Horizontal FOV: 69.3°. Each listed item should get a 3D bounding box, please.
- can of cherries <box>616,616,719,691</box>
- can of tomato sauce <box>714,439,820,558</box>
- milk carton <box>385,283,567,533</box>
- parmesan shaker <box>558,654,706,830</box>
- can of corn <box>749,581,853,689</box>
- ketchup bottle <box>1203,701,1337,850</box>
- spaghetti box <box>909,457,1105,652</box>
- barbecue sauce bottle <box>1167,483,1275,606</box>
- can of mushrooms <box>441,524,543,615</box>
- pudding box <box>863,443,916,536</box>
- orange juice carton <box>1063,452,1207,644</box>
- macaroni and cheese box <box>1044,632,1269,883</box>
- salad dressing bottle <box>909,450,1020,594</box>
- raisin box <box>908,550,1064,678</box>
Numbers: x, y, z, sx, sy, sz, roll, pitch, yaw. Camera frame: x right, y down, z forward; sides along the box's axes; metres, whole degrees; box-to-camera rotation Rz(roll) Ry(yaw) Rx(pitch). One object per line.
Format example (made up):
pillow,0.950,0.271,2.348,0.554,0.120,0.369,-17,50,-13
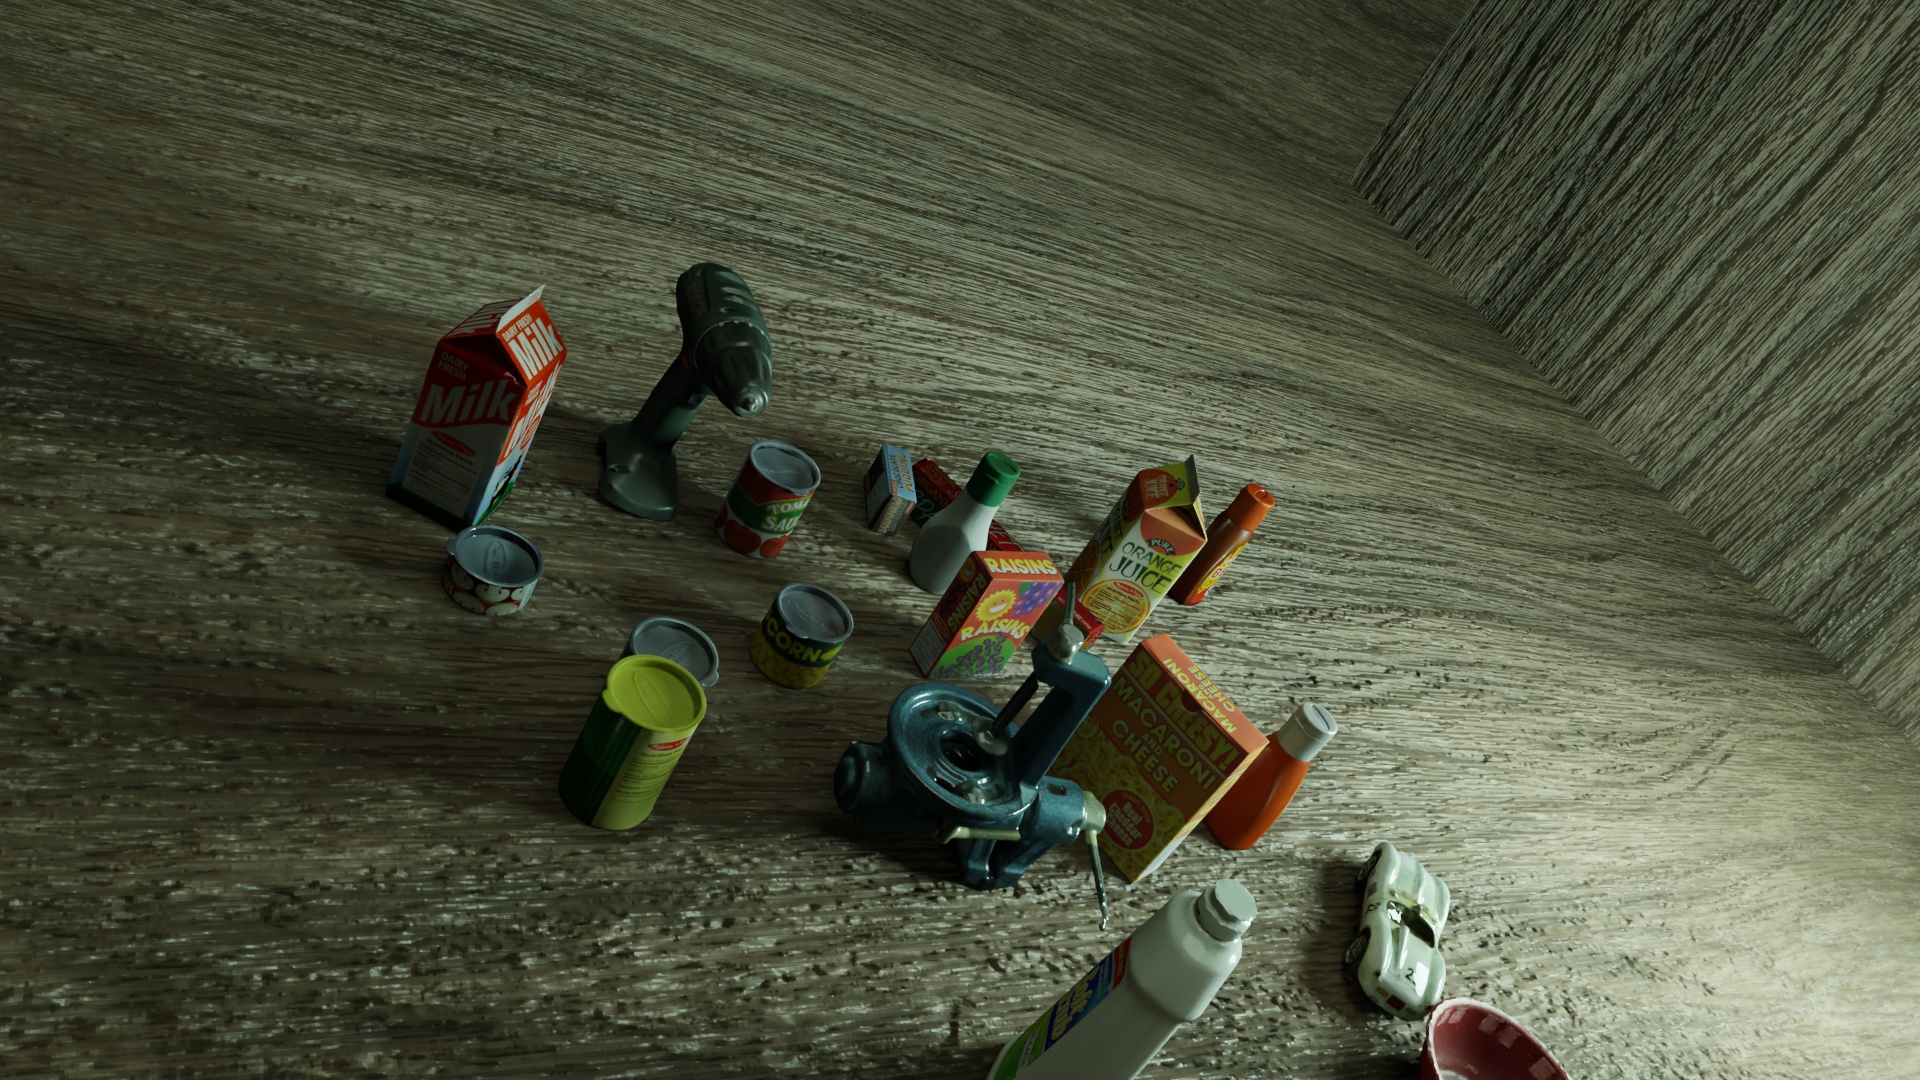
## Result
can of cherries,-0.215,0.100,1.006,0.071,0.058,0.072,23,33,-16
can of tomato sauce,-0.168,-0.034,1.209,0.071,0.082,0.071,23,33,-16
milk carton,-0.355,-0.103,1.036,0.073,0.189,0.073,29,31,-6
parmesan shaker,-0.219,0.134,0.913,0.071,0.102,0.072,23,32,-16
can of corn,-0.129,0.078,1.113,0.071,0.058,0.071,23,33,-16
ketchup bottle,0.268,0.202,1.207,0.043,0.148,0.065,9,38,-34
spaghetti box,0.033,0.019,1.347,0.250,0.050,0.029,44,33,18
barbecue sauce bottle,0.280,0.004,1.492,0.044,0.147,0.065,43,33,17
can of mushrooms,-0.347,0.021,1.022,0.071,0.033,0.071,23,33,-16
pudding box,-0.069,-0.050,1.351,0.030,0.049,0.084,19,34,-22
orange juice carton,0.179,0.004,1.360,0.073,0.191,0.072,25,32,-13
macaroni and cheese box,0.151,0.177,1.122,0.040,0.165,0.124,-13,53,-50
salad dressing bottle,0.005,-0.016,1.276,0.064,0.147,0.044,35,31,4
raisin box,0.022,0.064,1.203,0.086,0.122,0.040,3,42,-39
